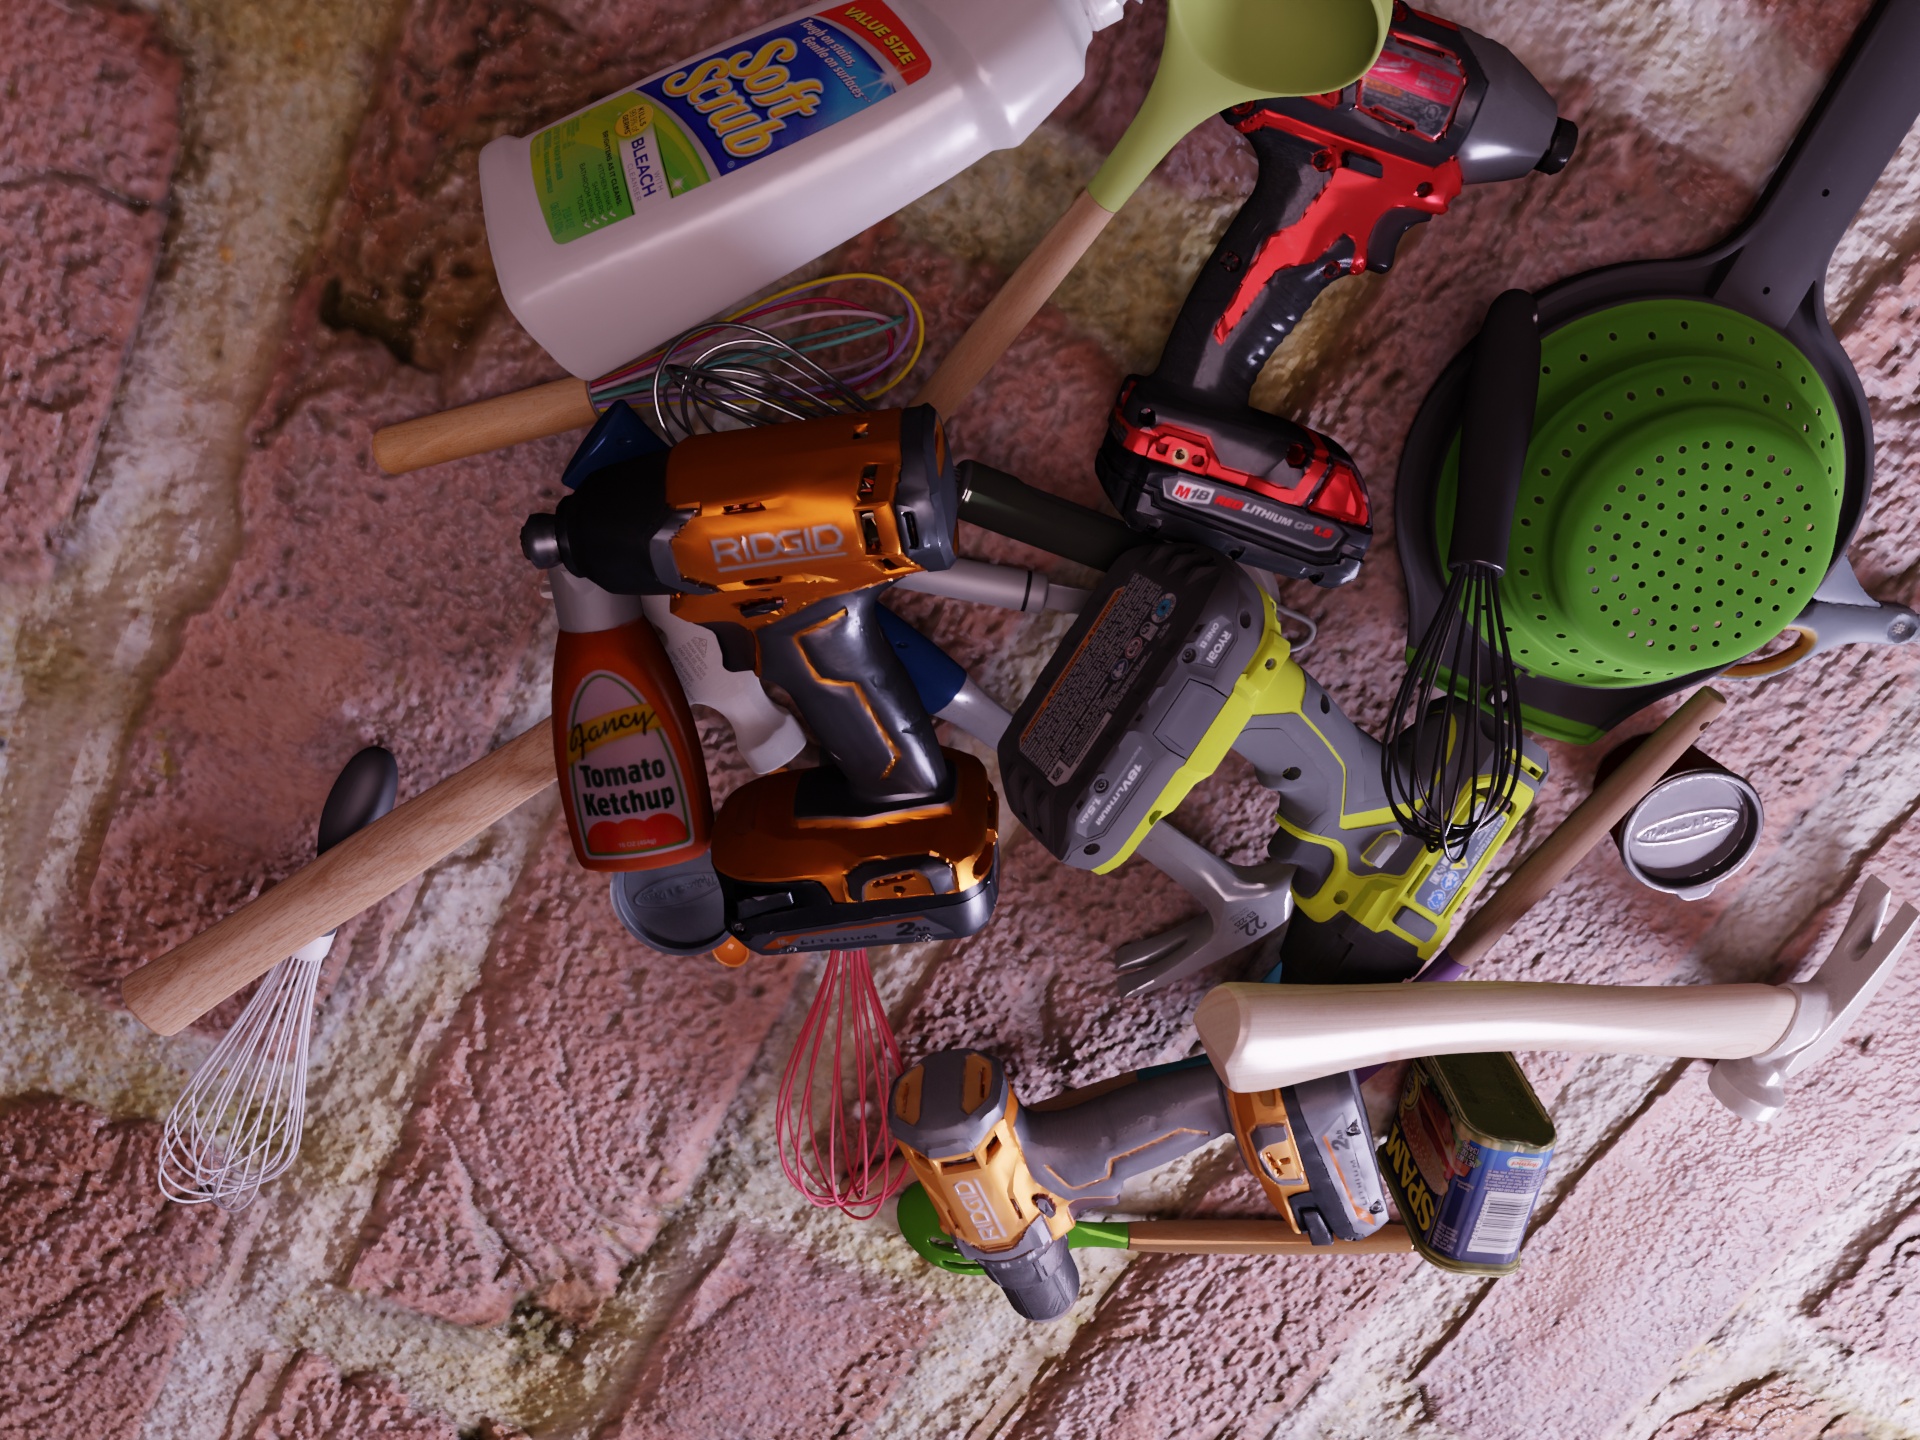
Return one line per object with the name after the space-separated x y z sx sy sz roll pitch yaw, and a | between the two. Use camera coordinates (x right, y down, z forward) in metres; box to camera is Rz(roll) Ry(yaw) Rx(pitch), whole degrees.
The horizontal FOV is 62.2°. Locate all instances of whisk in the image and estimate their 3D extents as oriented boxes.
-0.008 -0.100 0.657 0.246 0.058 0.059 18 97 -21 | whisk
-0.058 0.127 0.801 0.073 0.073 0.295 1 111 -3 | whisk
-0.337 0.134 0.796 0.070 0.070 0.284 23 109 -13 | whisk
0.208 -0.061 0.637 0.055 0.055 0.239 12 81 -8 | whisk
-0.134 -0.139 0.674 0.245 0.051 0.047 -13 122 8 | whisk

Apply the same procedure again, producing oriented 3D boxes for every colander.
0.329 -0.155 0.646 0.204 0.095 0.397 22 112 -6 | colander

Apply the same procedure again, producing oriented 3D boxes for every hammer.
0.287 0.132 0.745 0.410 0.038 0.146 5 120 -29 | hammer
-0.001 -0.002 0.722 0.405 0.035 0.144 35 118 -23 | hammer
-0.244 0.045 0.739 0.331 0.031 0.130 -32 111 2 | hammer

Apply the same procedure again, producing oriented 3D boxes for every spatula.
0.264 0.100 0.787 0.059 0.018 0.315 2 133 -36 | spatula
0.075 0.199 0.862 0.317 0.044 0.082 -23 117 15 | spatula

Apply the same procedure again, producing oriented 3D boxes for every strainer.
0.041 -0.055 0.725 0.258 0.050 0.086 10 112 -3 | strainer

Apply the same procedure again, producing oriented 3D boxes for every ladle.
0.037 -0.176 0.616 0.078 0.062 0.320 32 127 -18 | ladle

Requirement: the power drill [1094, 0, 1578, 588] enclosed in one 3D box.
0.149 -0.175 0.650 0.143 0.079 0.219 15 112 -9 | power drill

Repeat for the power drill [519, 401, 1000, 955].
-0.071 -0.012 0.638 0.164 0.084 0.226 -6 126 7 | power drill

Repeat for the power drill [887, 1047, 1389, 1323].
0.096 0.232 0.810 0.226 0.084 0.185 -14 123 13 | power drill

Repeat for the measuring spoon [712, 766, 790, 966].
-0.103 0.073 0.800 0.021 0.011 0.117 18 111 0 | measuring spoon

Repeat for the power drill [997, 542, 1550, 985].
0.134 0.037 0.684 0.223 0.080 0.171 29 97 -29 | power drill

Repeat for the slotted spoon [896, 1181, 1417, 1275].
0.121 0.293 0.907 0.313 0.031 0.070 3 116 -5 | slotted spoon
